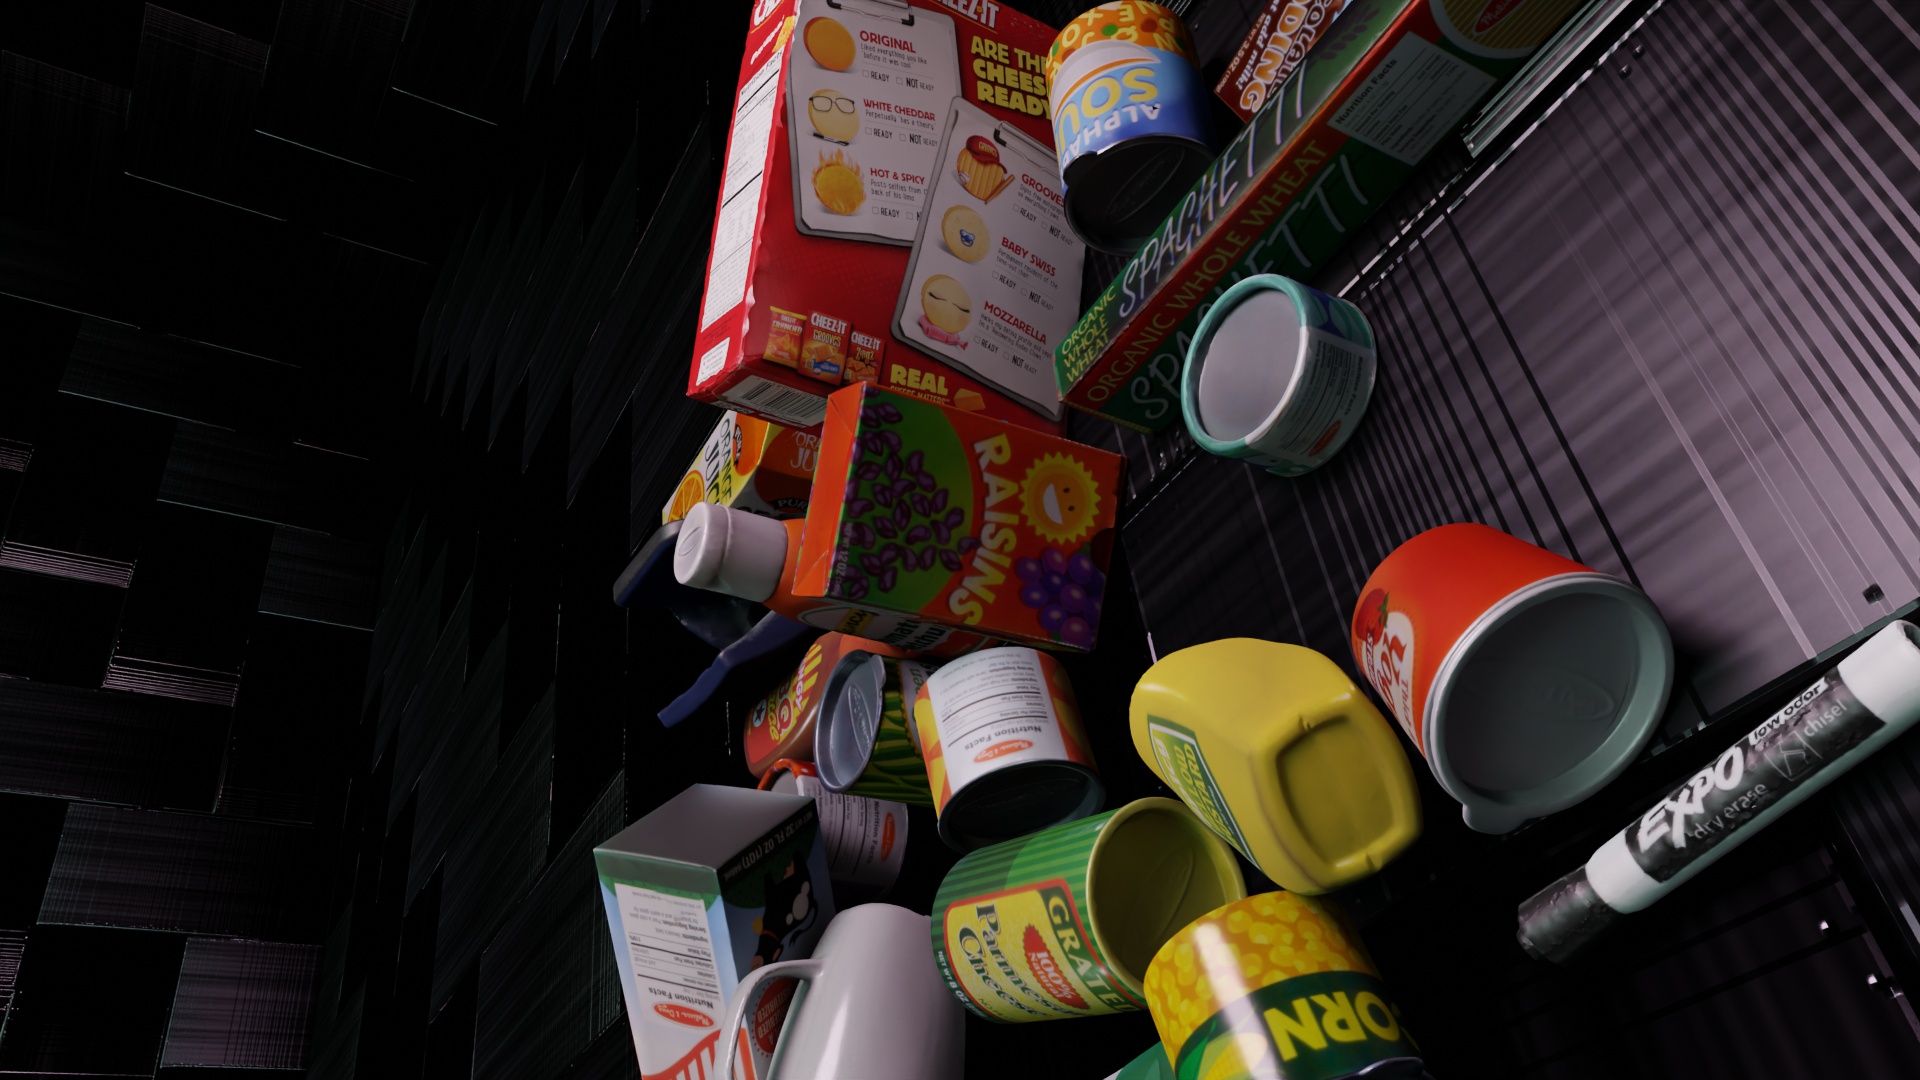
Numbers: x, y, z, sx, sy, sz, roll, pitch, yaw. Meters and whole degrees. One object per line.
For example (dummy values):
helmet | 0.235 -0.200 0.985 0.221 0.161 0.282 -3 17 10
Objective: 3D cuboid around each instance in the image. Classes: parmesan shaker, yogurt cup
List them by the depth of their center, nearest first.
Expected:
yogurt cup | 0.139 0.030 0.363 0.072 0.072 0.054 -67 21 16
parmesan shaker | 0.043 0.135 0.486 0.102 0.071 0.071 -34 49 52

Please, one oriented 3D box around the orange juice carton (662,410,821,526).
orange juice carton | -0.113 -0.034 0.836 0.191 0.072 0.073 -47 40 42

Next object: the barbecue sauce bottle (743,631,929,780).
barbecue sauce bottle | -0.064 0.076 0.727 0.148 0.043 0.065 -42 36 46

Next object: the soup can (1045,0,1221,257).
soup can | 0.069 -0.171 0.573 0.071 0.071 0.084 -44 42 45

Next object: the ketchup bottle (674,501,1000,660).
ketchup bottle | -0.051 0.017 0.620 0.064 0.149 0.044 -35 47 51

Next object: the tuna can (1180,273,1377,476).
tuna can | 0.109 -0.059 0.489 0.070 0.033 0.071 -33 50 51

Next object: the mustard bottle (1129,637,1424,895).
mustard bottle | 0.086 0.062 0.438 0.065 0.049 0.160 63 172 -6

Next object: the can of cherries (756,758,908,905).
can of cherries | -0.068 0.145 0.686 0.071 0.058 0.072 -34 49 51

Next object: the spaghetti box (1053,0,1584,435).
spaghetti box | 0.119 -0.126 0.484 0.248 0.050 0.029 -48 37 41

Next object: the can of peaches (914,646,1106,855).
can of peaches | 0.018 0.085 0.553 0.071 0.071 0.058 -54 35 34

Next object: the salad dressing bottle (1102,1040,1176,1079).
salad dressing bottle | 0.045 0.207 0.469 0.147 0.044 0.064 -51 38 37

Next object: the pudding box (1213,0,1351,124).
pudding box | 0.134 -0.185 0.506 0.083 0.030 0.050 -58 34 29

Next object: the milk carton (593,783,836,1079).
milk carton | -0.099 0.214 0.630 0.073 0.072 0.190 0 105 31

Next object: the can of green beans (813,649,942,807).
can of green beans | -0.028 0.088 0.640 0.071 0.058 0.071 -35 48 51

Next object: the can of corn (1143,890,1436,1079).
can of corn | 0.092 0.140 0.391 0.070 0.071 0.058 -58 33 30

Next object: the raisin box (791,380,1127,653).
raisin box | 0.002 -0.007 0.562 0.040 0.123 0.086 -7 71 62
